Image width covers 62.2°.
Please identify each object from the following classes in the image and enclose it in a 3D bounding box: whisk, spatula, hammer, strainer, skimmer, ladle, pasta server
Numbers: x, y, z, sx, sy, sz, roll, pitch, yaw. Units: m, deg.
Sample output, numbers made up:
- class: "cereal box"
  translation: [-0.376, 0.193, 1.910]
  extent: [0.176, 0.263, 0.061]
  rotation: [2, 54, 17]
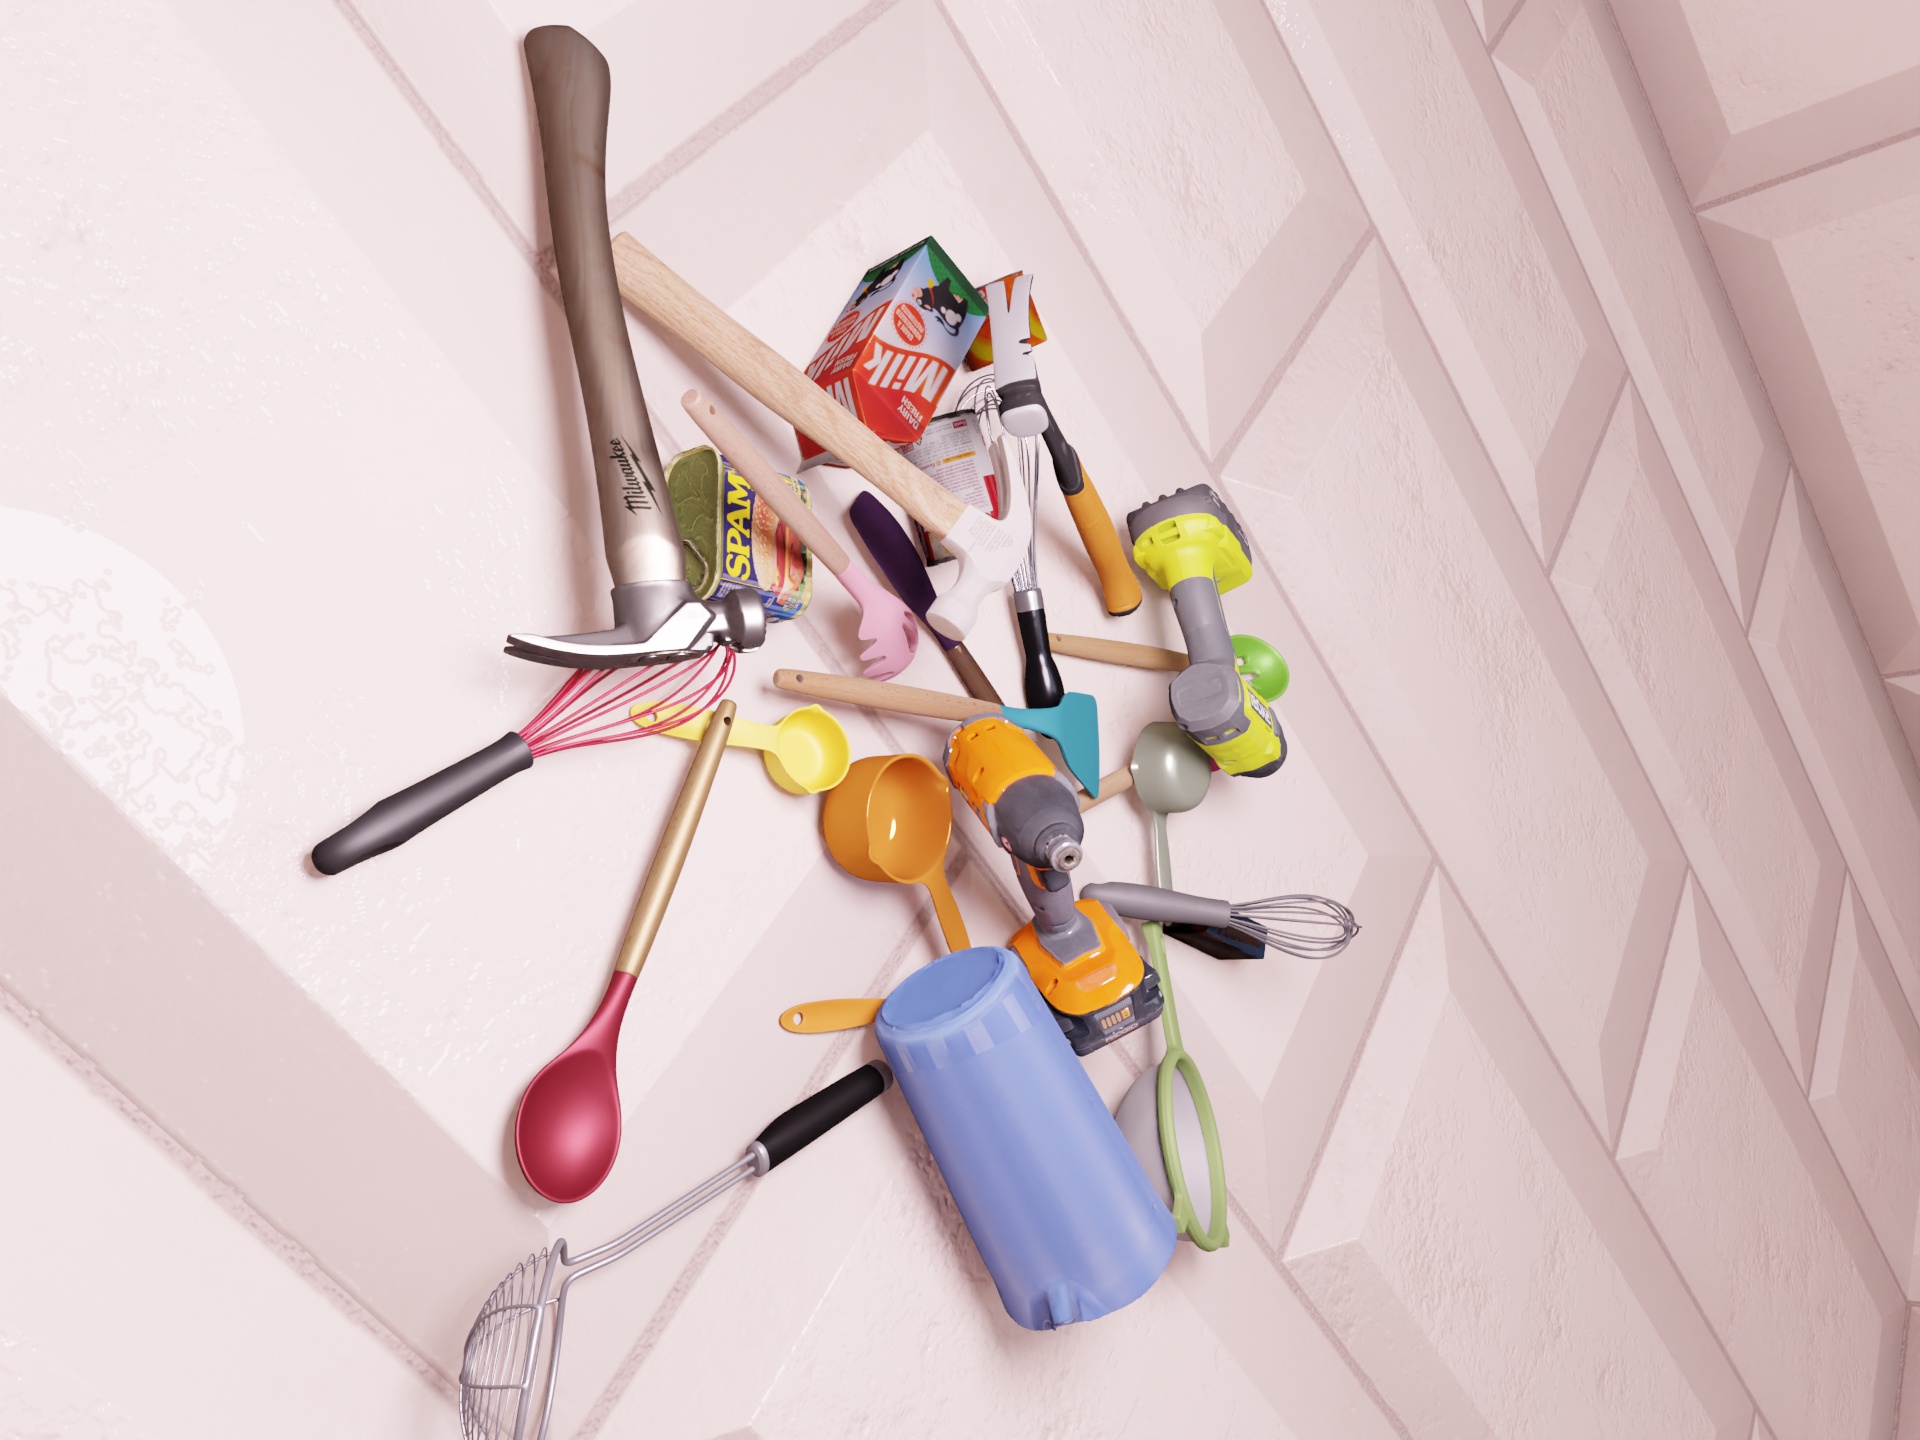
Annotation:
- class: "whisk"
  translation: [0.048, -0.125, 1.226]
  extent: [0.070, 0.070, 0.284]
  rotation: [-18, 100, -46]
- class: "spatula"
  translation: [0.008, -0.038, 1.192]
  extent: [0.315, 0.018, 0.060]
  rotation: [57, 31, -22]
- class: "hammer"
  translation: [0.085, -0.182, 1.197]
  extent: [0.336, 0.034, 0.127]
  rotation: [55, 27, -57]
- class: "whisk"
  translation: [0.210, 0.154, 1.277]
  extent: [0.239, 0.055, 0.055]
  rotation: [9, 72, -12]
- class: "spatula"
  translation: [-0.002, -0.004, 1.136]
  extent: [0.317, 0.044, 0.082]
  rotation: [10, 73, -37]
- class: "whisk"
  translation: [-0.235, 0.008, 0.906]
  extent: [0.296, 0.073, 0.073]
  rotation: [-35, 107, -39]
- class: "hammer"
  translation: [-0.223, -0.229, 0.944]
  extent: [0.146, 0.038, 0.411]
  rotation: [-7, 76, -24]
- class: "hammer"
  translation: [-0.092, -0.201, 1.032]
  extent: [0.331, 0.031, 0.130]
  rotation: [37, 72, -10]
- class: "strainer"
  translation: [0.146, 0.284, 1.237]
  extent: [0.151, 0.069, 0.257]
  rotation: [43, 36, -59]
- class: "skimmer"
  translation: [-0.140, 0.298, 0.919]
  extent: [0.363, 0.090, 0.127]
  rotation: [-24, 131, -48]
- class: "ladle"
  translation: [-0.189, 0.126, 0.939]
  extent: [0.069, 0.031, 0.316]
  rotation: [36, 60, -36]
- class: "pasta server"
  translation: [-0.095, -0.111, 1.004]
  extent: [0.315, 0.040, 0.060]
  rotation: [48, 41, -56]

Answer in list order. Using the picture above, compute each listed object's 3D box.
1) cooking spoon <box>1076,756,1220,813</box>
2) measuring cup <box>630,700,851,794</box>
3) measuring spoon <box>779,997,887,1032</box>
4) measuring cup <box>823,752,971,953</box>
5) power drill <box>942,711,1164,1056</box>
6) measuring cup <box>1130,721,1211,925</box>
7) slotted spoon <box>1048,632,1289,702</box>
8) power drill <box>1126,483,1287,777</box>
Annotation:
- class: "cooking spoon"
  translation: [0.153, 0.037, 1.315]
  extent: [0.319, 0.017, 0.068]
  rotation: [-23, 102, -51]
- class: "measuring cup"
  translation: [-0.144, 0.012, 1.028]
  extent: [0.156, 0.029, 0.062]
  rotation: [13, 67, -31]
- class: "measuring spoon"
  translation: [-0.075, 0.196, 1.067]
  extent: [0.116, 0.011, 0.021]
  rotation: [2, 84, -42]
- class: "measuring cup"
  translation: [-0.039, 0.103, 1.096]
  extent: [0.095, 0.052, 0.173]
  rotation: [-44, 122, -43]
- class: "power drill"
  translation: [0.067, 0.119, 1.096]
  extent: [0.084, 0.164, 0.226]
  rotation: [-26, 120, -8]
- class: "measuring cup"
  translation: [0.177, 0.083, 1.293]
  extent: [0.083, 0.038, 0.167]
  rotation: [4, 82, -52]
- class: "slotted spoon"
  translation: [0.177, -0.054, 1.365]
  extent: [0.313, 0.031, 0.070]
  rotation: [5, 60, -43]
- class: "power drill"
  translation: [0.211, -0.066, 1.313]
  extent: [0.171, 0.080, 0.223]
  rotation: [36, 40, -54]
